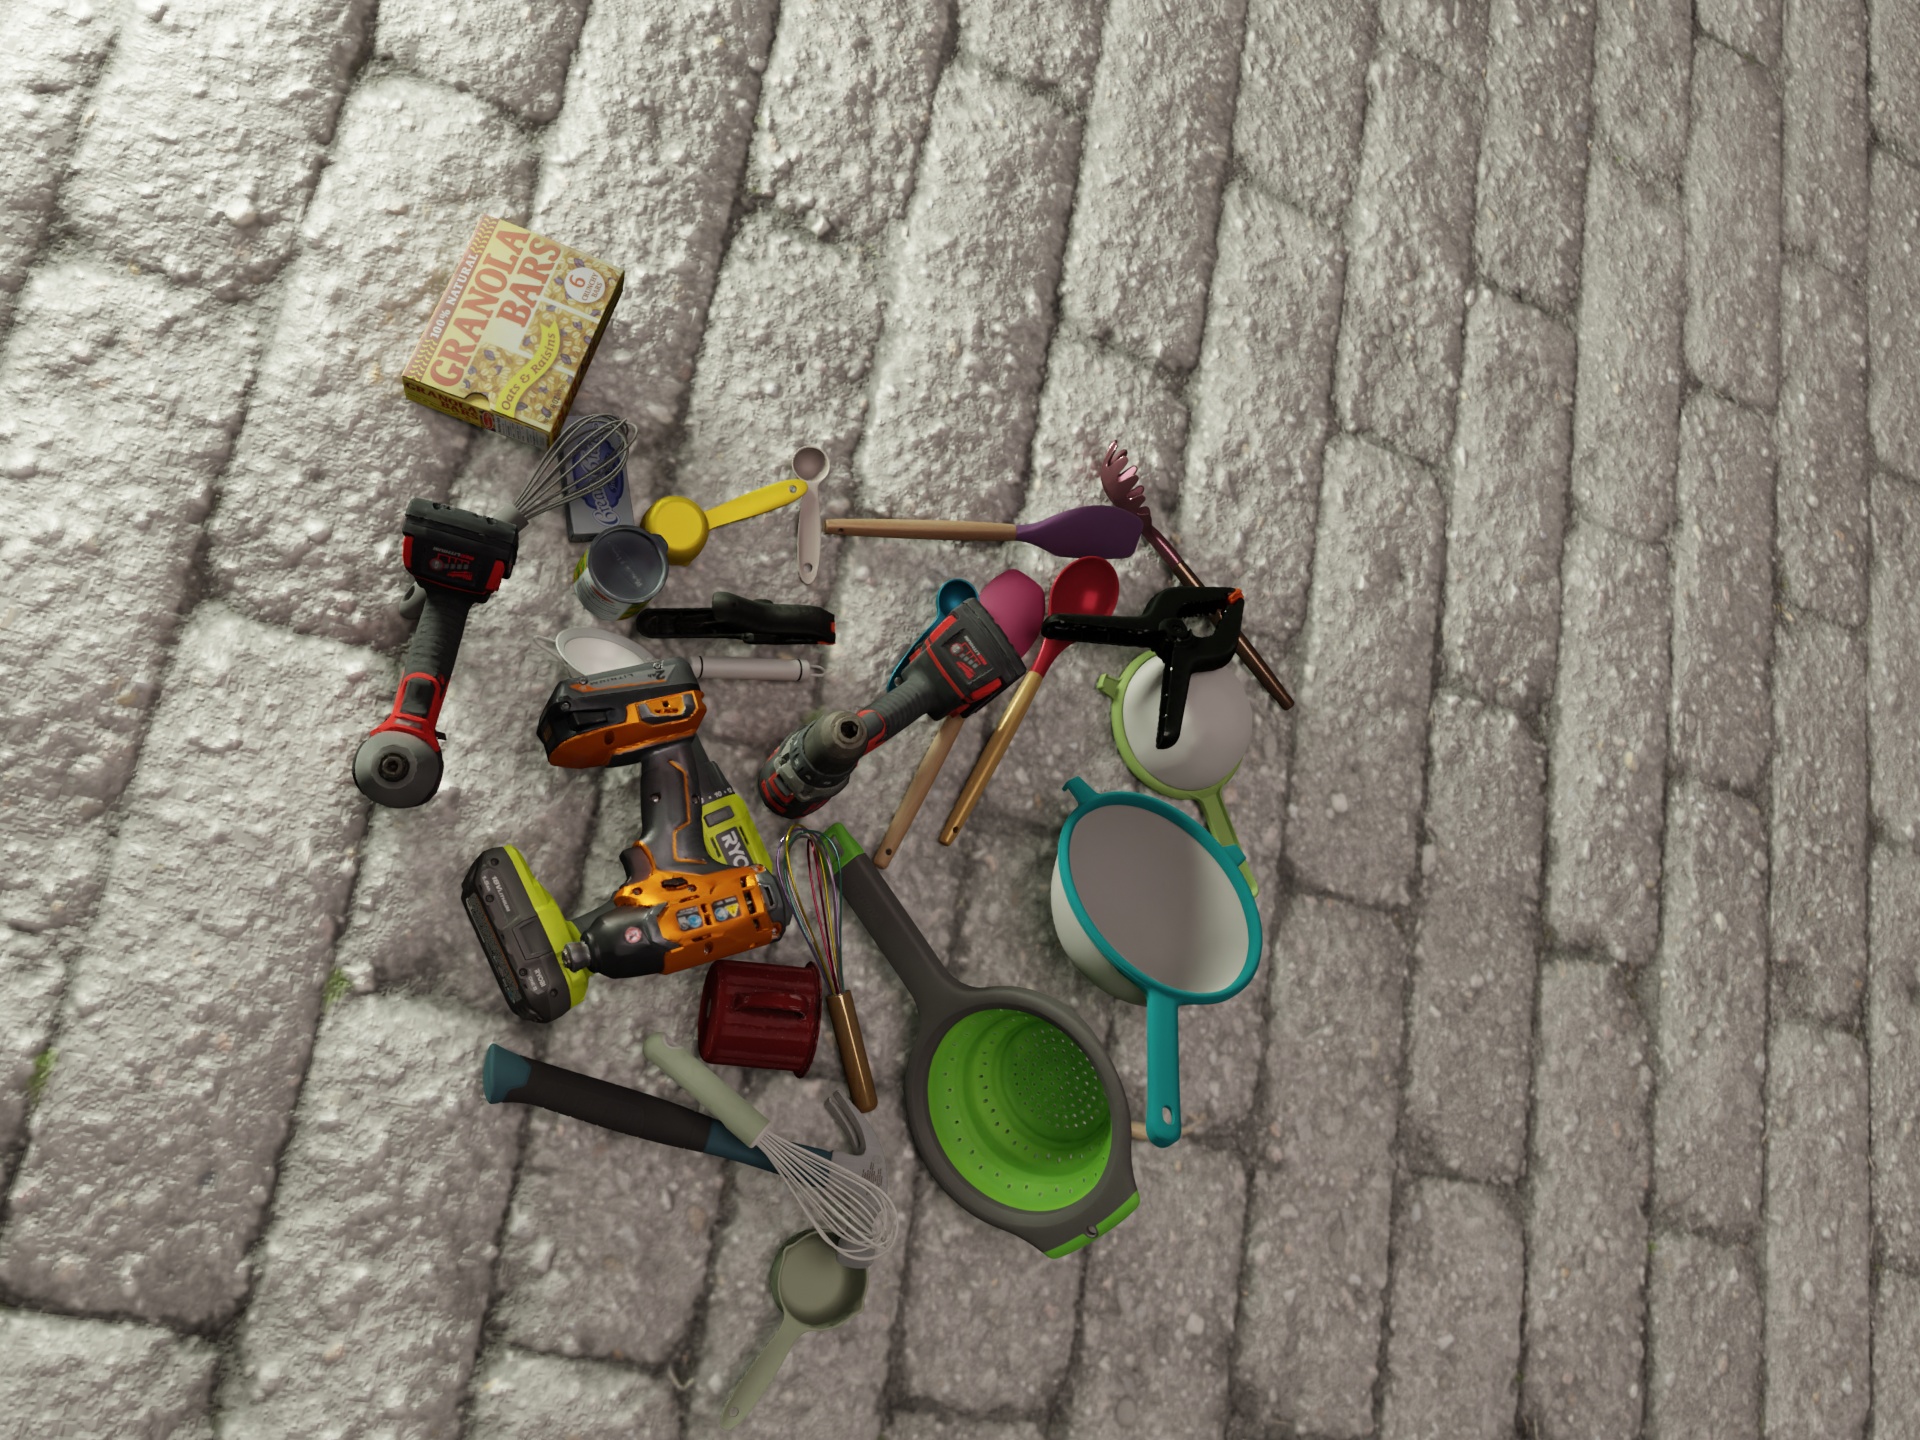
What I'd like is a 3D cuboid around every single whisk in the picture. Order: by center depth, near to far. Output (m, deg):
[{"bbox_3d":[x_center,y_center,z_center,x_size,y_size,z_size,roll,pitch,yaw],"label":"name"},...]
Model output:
[{"bbox_3d":[-0.148,0.323,1.218,0.246,0.058,0.059,39,95,5],"label":"whisk"},{"bbox_3d":[-0.350,-0.162,1.264,0.239,0.055,0.055,-44,99,-12],"label":"whisk"},{"bbox_3d":[-0.104,0.204,1.317,0.051,0.047,0.245,-14,91,-4],"label":"whisk"}]

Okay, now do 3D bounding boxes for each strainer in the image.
[{"bbox_3d":[-0.228,-0.042,1.315,0.258,0.050,0.087,1,35,-30],"label":"strainer"},{"bbox_3d":[0.151,0.220,1.360,0.211,0.095,0.341,23,45,-19],"label":"strainer"},{"bbox_3d":[0.240,0.046,1.497,0.151,0.069,0.256,-18,85,-27],"label":"strainer"}]

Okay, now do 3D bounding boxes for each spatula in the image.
[{"bbox_3d":[0.026,-0.176,1.466,0.315,0.059,0.018,-1,38,-22],"label":"spatula"}]

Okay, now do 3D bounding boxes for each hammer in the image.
[{"bbox_3d":[-0.210,0.319,1.234,0.331,0.033,0.128,21,51,-15],"label":"hammer"}]

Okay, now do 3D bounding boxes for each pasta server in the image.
[{"bbox_3d":[0.233,-0.137,1.551,0.040,0.060,0.316,-37,100,15],"label":"pasta server"}]

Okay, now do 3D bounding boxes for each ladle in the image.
[{"bbox_3d":[0.059,-0.019,1.451,0.069,0.031,0.315,39,67,-23],"label":"ladle"}]

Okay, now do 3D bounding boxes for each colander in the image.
[{"bbox_3d":[0.016,0.246,1.335,0.397,0.204,0.094,54,28,12],"label":"colander"}]

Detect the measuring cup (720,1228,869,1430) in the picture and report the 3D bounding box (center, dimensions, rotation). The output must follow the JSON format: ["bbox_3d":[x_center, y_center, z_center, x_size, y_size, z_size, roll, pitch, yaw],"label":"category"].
[{"bbox_3d":[-0.139,0.476,1.247,0.083,0.038,0.168,42,67,-12],"label":"measuring cup"}]

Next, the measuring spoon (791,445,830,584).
[{"bbox_3d":[-0.135,-0.180,1.406,0.034,0.018,0.124,2,85,-15],"label":"measuring spoon"}]

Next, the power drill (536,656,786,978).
[{"bbox_3d":[-0.240,0.078,1.183,0.164,0.084,0.227,-14,76,-29],"label":"power drill"}]

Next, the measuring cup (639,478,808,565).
[{"bbox_3d":[-0.198,-0.180,1.358,0.156,0.029,0.062,-24,89,-21],"label":"measuring cup"}]

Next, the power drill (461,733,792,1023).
[{"bbox_3d":[-0.264,0.117,1.245,0.228,0.080,0.190,-23,86,-29],"label":"power drill"}]

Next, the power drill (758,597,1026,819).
[{"bbox_3d":[-0.056,-0.009,1.303,0.227,0.188,0.080,-35,88,-26],"label":"power drill"}]

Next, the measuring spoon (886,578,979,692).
[{"bbox_3d":[-0.030,-0.073,1.431,0.042,0.021,0.129,41,74,-19],"label":"measuring spoon"}]

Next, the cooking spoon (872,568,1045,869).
[{"bbox_3d":[-0.002,-0.005,1.424,0.068,0.017,0.319,34,66,-15],"label":"cooking spoon"}]

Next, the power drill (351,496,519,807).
[{"bbox_3d":[-0.389,-0.043,1.163,0.078,0.143,0.220,15,84,-14],"label":"power drill"}]
